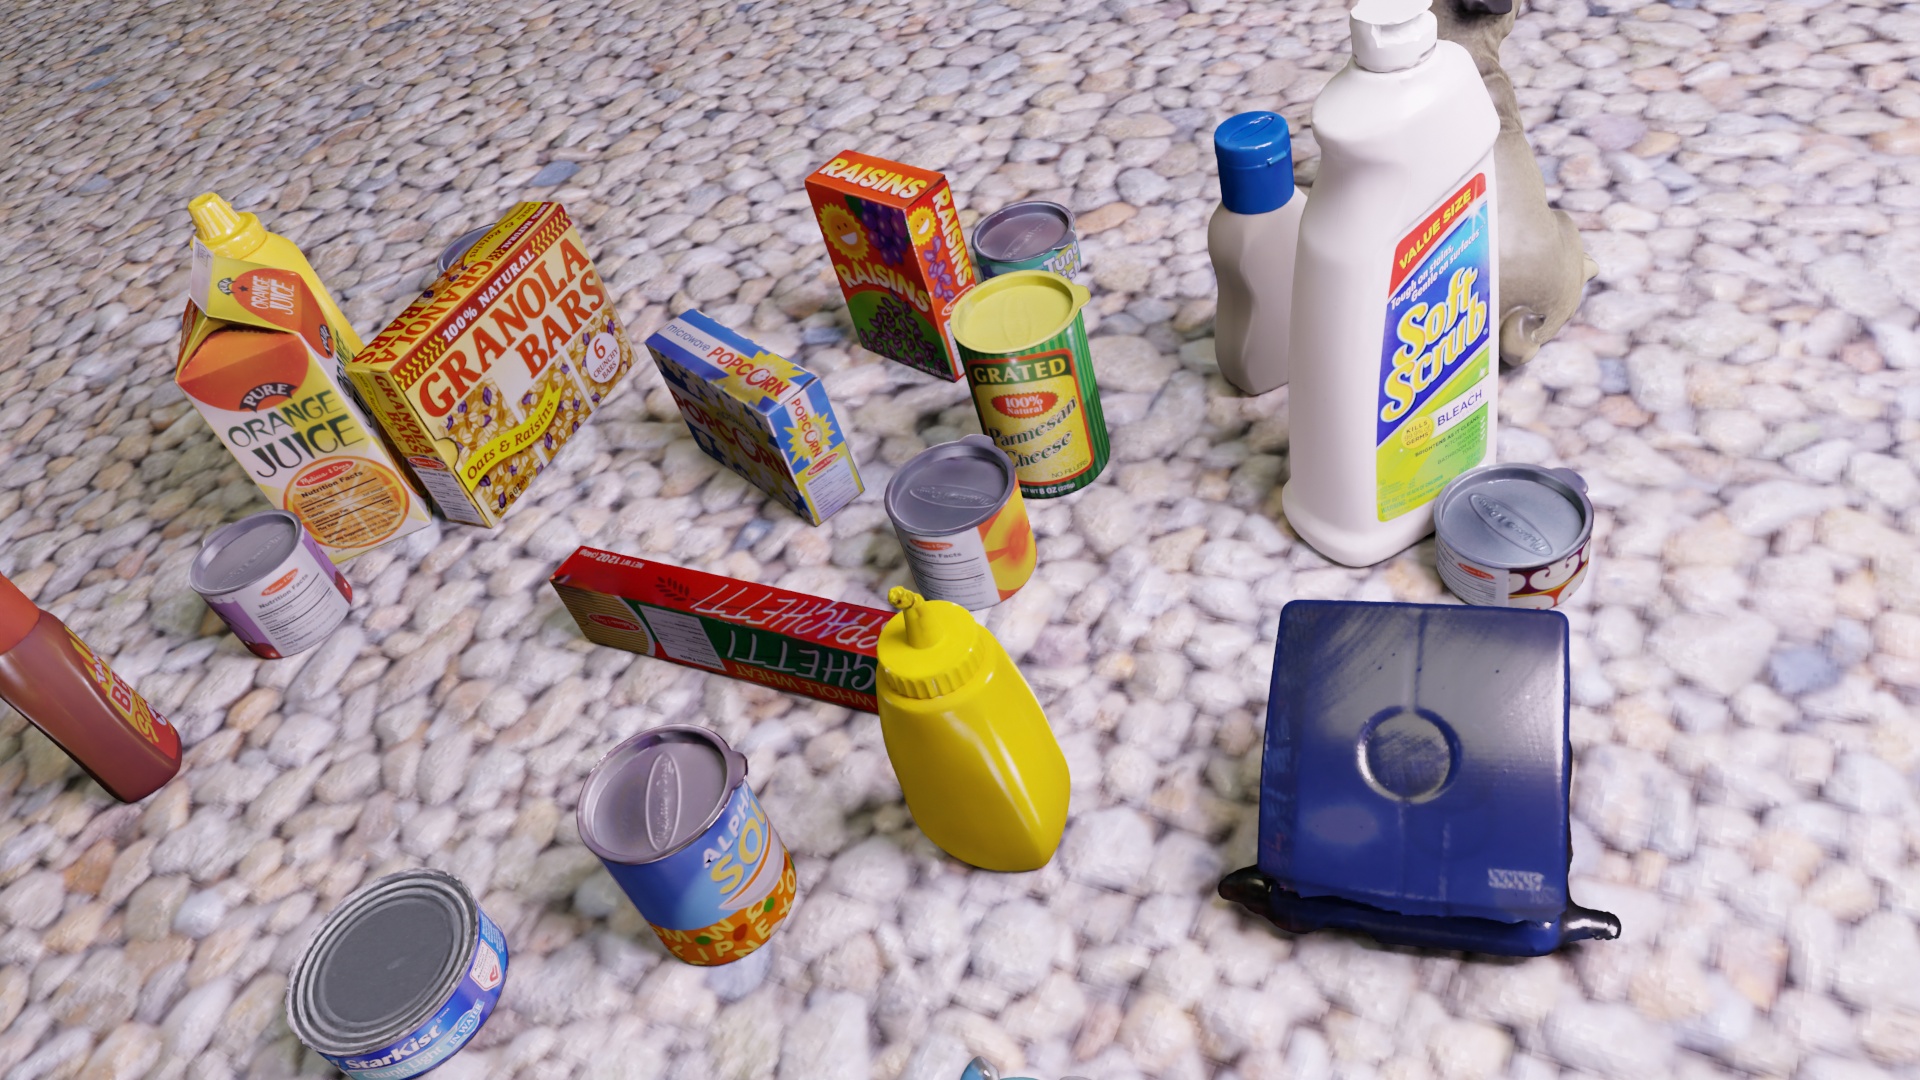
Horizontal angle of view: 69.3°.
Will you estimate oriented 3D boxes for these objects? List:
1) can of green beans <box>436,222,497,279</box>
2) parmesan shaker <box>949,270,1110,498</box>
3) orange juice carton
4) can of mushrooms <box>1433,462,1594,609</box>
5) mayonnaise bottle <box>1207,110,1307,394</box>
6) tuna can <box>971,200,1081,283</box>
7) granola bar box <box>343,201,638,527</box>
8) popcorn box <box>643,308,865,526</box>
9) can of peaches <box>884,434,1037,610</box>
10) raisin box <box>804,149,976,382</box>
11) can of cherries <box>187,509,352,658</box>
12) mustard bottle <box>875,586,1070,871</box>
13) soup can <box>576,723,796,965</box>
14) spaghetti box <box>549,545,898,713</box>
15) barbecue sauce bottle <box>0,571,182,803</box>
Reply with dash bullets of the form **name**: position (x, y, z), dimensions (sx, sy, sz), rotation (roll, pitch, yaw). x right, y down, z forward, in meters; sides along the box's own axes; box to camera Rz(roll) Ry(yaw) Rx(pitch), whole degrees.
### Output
- **can of green beans**: position (-0.328, -0.185, 0.990), dimensions (0.071, 0.057, 0.071), rotation (-10, 44, 10)
- **parmesan shaker**: position (0.041, -0.080, 0.723), dimensions (0.071, 0.102, 0.072), rotation (-10, 44, 10)
- **orange juice carton**: position (-0.388, -0.082, 0.807), dimensions (0.073, 0.191, 0.072), rotation (-24, 43, -5)
- **can of mushrooms**: position (0.249, -0.002, 0.623), dimensions (0.071, 0.033, 0.071), rotation (-10, 44, 9)
- **mayonnaise bottle**: position (0.158, -0.148, 0.721), dimensions (0.065, 0.147, 0.041), rotation (-31, 44, -13)
- **tuna can**: position (0.044, -0.183, 0.879), dimensions (0.071, 0.032, 0.071), rotation (-10, 44, 9)
- **granola bar box**: position (-0.277, -0.109, 0.846), dimensions (0.039, 0.123, 0.166), rotation (9, 49, 27)
- **popcorn box**: position (-0.117, -0.071, 0.781), dimensions (0.038, 0.084, 0.127), rotation (-40, 47, -21)
- **can of peaches**: position (0.002, -0.009, 0.697), dimensions (0.071, 0.057, 0.071), rotation (-10, 44, 10)
- **raisin box**: position (-0.034, -0.162, 0.818), dimensions (0.086, 0.122, 0.040), rotation (26, 59, 37)
- **can of cherries**: position (-0.396, 0.024, 0.799), dimensions (0.071, 0.058, 0.072), rotation (-10, 44, 10)
- **mustard bottle**: position (0.001, 0.069, 0.542), dimensions (0.065, 0.159, 0.049), rotation (4, 47, 23)
- **soup can**: position (-0.109, 0.127, 0.577), dimensions (0.071, 0.083, 0.072), rotation (-10, 44, 10)
- **spaghetti box**: position (-0.091, 0.048, 0.677), dimensions (0.250, 0.050, 0.029), rotation (10, 50, 27)
- **barbecue sauce bottle**: position (-0.463, 0.070, 0.709), dimensions (0.044, 0.147, 0.065), rotation (-37, 46, -18)
